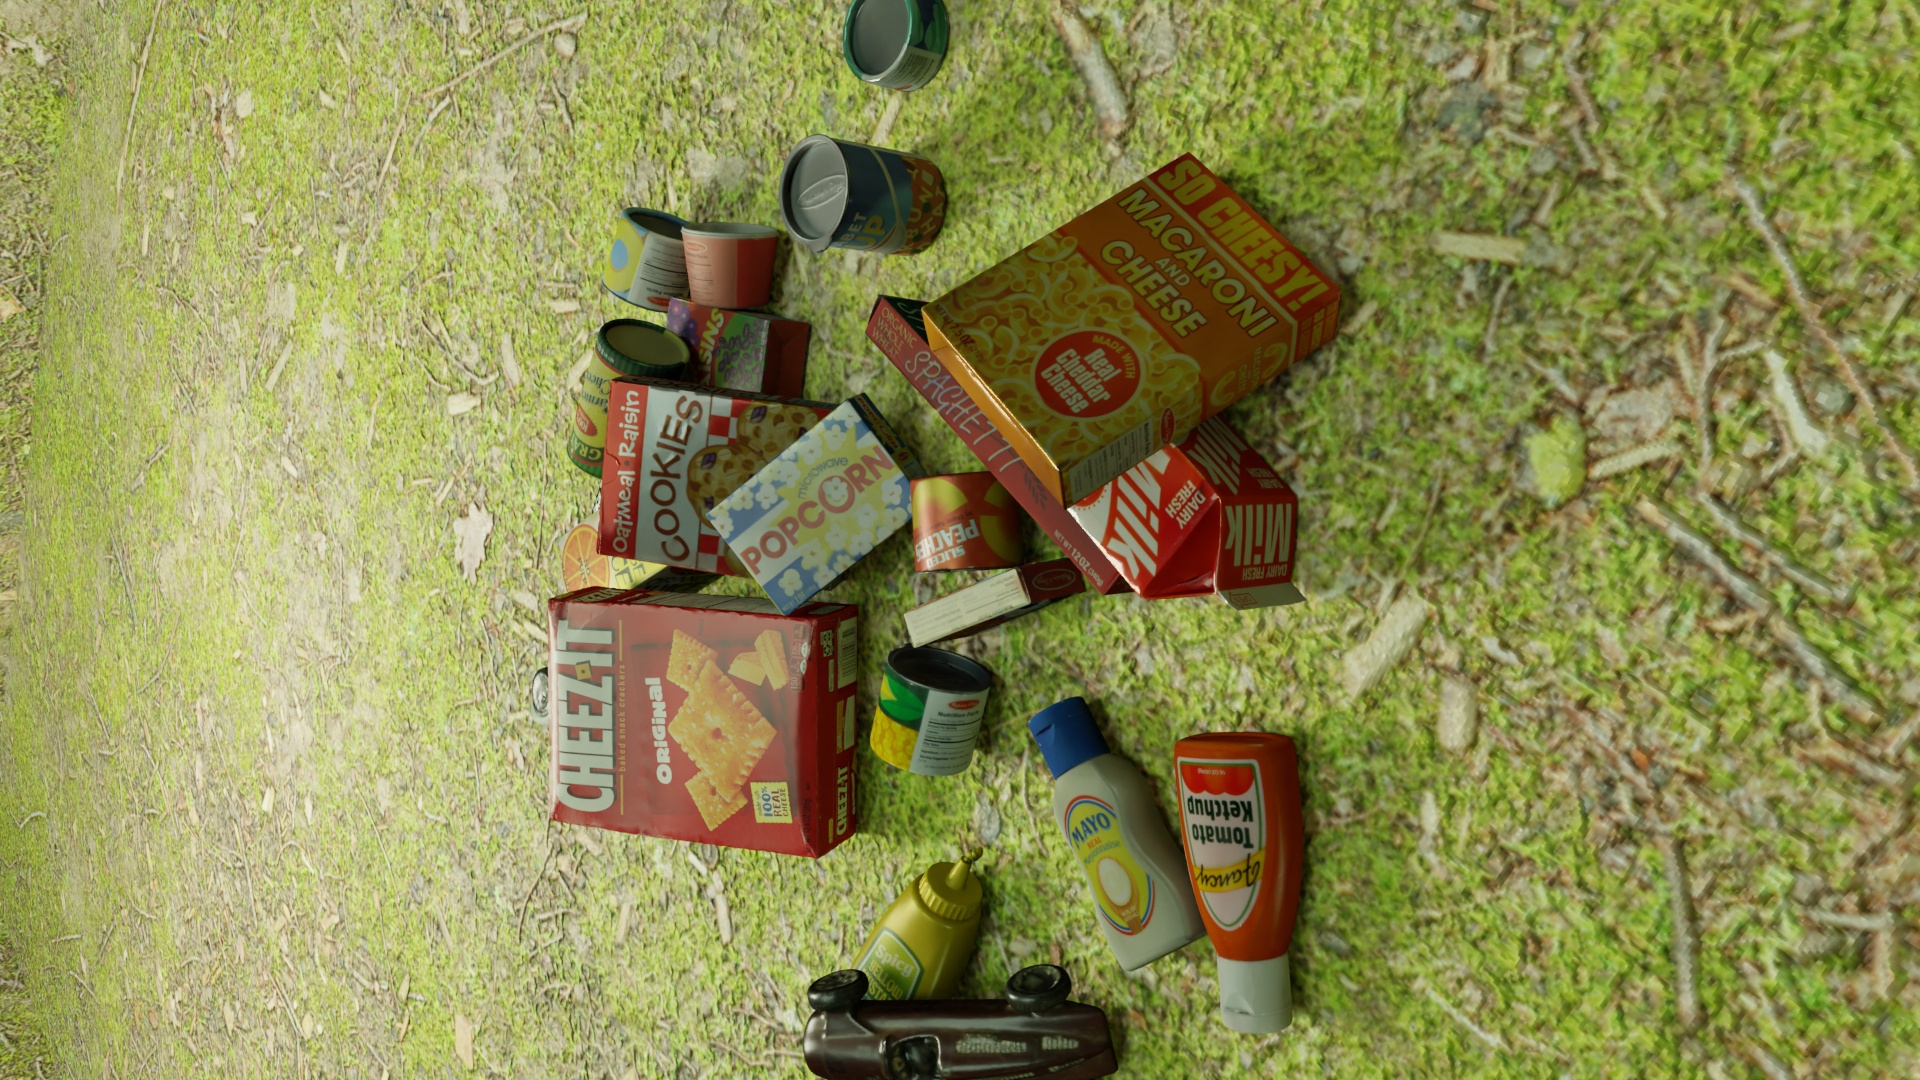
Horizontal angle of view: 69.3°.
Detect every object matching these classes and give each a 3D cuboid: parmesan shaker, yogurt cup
[{"bbox_3d":[-0.243,-0.103,1.009,0.071,0.071,0.102,47,127,32],"label":"parmesan shaker"},{"bbox_3d":[-0.163,-0.195,0.983,0.072,0.072,0.053,19,114,42],"label":"yogurt cup"}]

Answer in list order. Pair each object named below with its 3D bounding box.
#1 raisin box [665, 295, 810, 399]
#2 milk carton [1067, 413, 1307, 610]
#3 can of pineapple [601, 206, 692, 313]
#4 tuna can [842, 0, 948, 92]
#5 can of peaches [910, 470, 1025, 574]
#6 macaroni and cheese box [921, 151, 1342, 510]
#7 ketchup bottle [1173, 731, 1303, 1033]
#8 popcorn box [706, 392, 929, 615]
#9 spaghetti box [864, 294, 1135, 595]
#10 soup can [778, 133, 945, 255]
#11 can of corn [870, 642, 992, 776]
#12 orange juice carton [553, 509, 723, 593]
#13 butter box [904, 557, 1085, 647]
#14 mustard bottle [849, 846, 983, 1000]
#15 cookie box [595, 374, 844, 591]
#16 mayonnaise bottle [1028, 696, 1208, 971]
[{"bbox_3d":[-0.166,-0.126,1.007,0.123,0.040,0.086,20,107,42],"label":"raisin box"},{"bbox_3d":[0.103,-0.034,0.729,0.191,0.072,0.073,52,125,28],"label":"milk carton"},{"bbox_3d":[-0.230,-0.212,1.045,0.071,0.071,0.057,41,119,34],"label":"can of pineapple"},{"bbox_3d":[-0.042,-0.323,0.880,0.071,0.033,0.071,4,96,43],"label":"tuna can"},{"bbox_3d":[0.003,-0.010,0.828,0.071,0.071,0.058,-4,89,44],"label":"can of peaches"},{"bbox_3d":[0.084,-0.108,0.693,0.124,0.167,0.040,52,168,28],"label":"macaroni and cheese box"},{"bbox_3d":[0.148,0.175,0.719,0.064,0.043,0.148,-6,89,44],"label":"ketchup bottle"},{"bbox_3d":[-0.088,-0.022,0.889,0.126,0.038,0.085,-37,91,16],"label":"popcorn box"},{"bbox_3d":[0.030,-0.062,0.814,0.251,0.050,0.028,49,123,30],"label":"spaghetti box"},{"bbox_3d":[-0.061,-0.211,0.868,0.071,0.084,0.071,4,95,44],"label":"soup can"},{"bbox_3d":[-0.020,0.104,0.861,0.071,0.071,0.058,27,111,40],"label":"can of corn"},{"bbox_3d":[-0.222,-0.001,1.044,0.192,0.073,0.072,-28,73,41],"label":"orange juice carton"},{"bbox_3d":[0.019,0.037,0.828,0.103,0.053,0.024,-24,79,43],"label":"butter box"},{"bbox_3d":[-0.023,0.253,0.883,0.065,0.049,0.159,39,118,29],"label":"mustard bottle"},{"bbox_3d":[-0.157,-0.040,0.941,0.167,0.040,0.122,9,101,7],"label":"cookie box"},{"bbox_3d":[0.085,0.161,0.779,0.064,0.041,0.148,-43,64,39],"label":"mayonnaise bottle"}]
